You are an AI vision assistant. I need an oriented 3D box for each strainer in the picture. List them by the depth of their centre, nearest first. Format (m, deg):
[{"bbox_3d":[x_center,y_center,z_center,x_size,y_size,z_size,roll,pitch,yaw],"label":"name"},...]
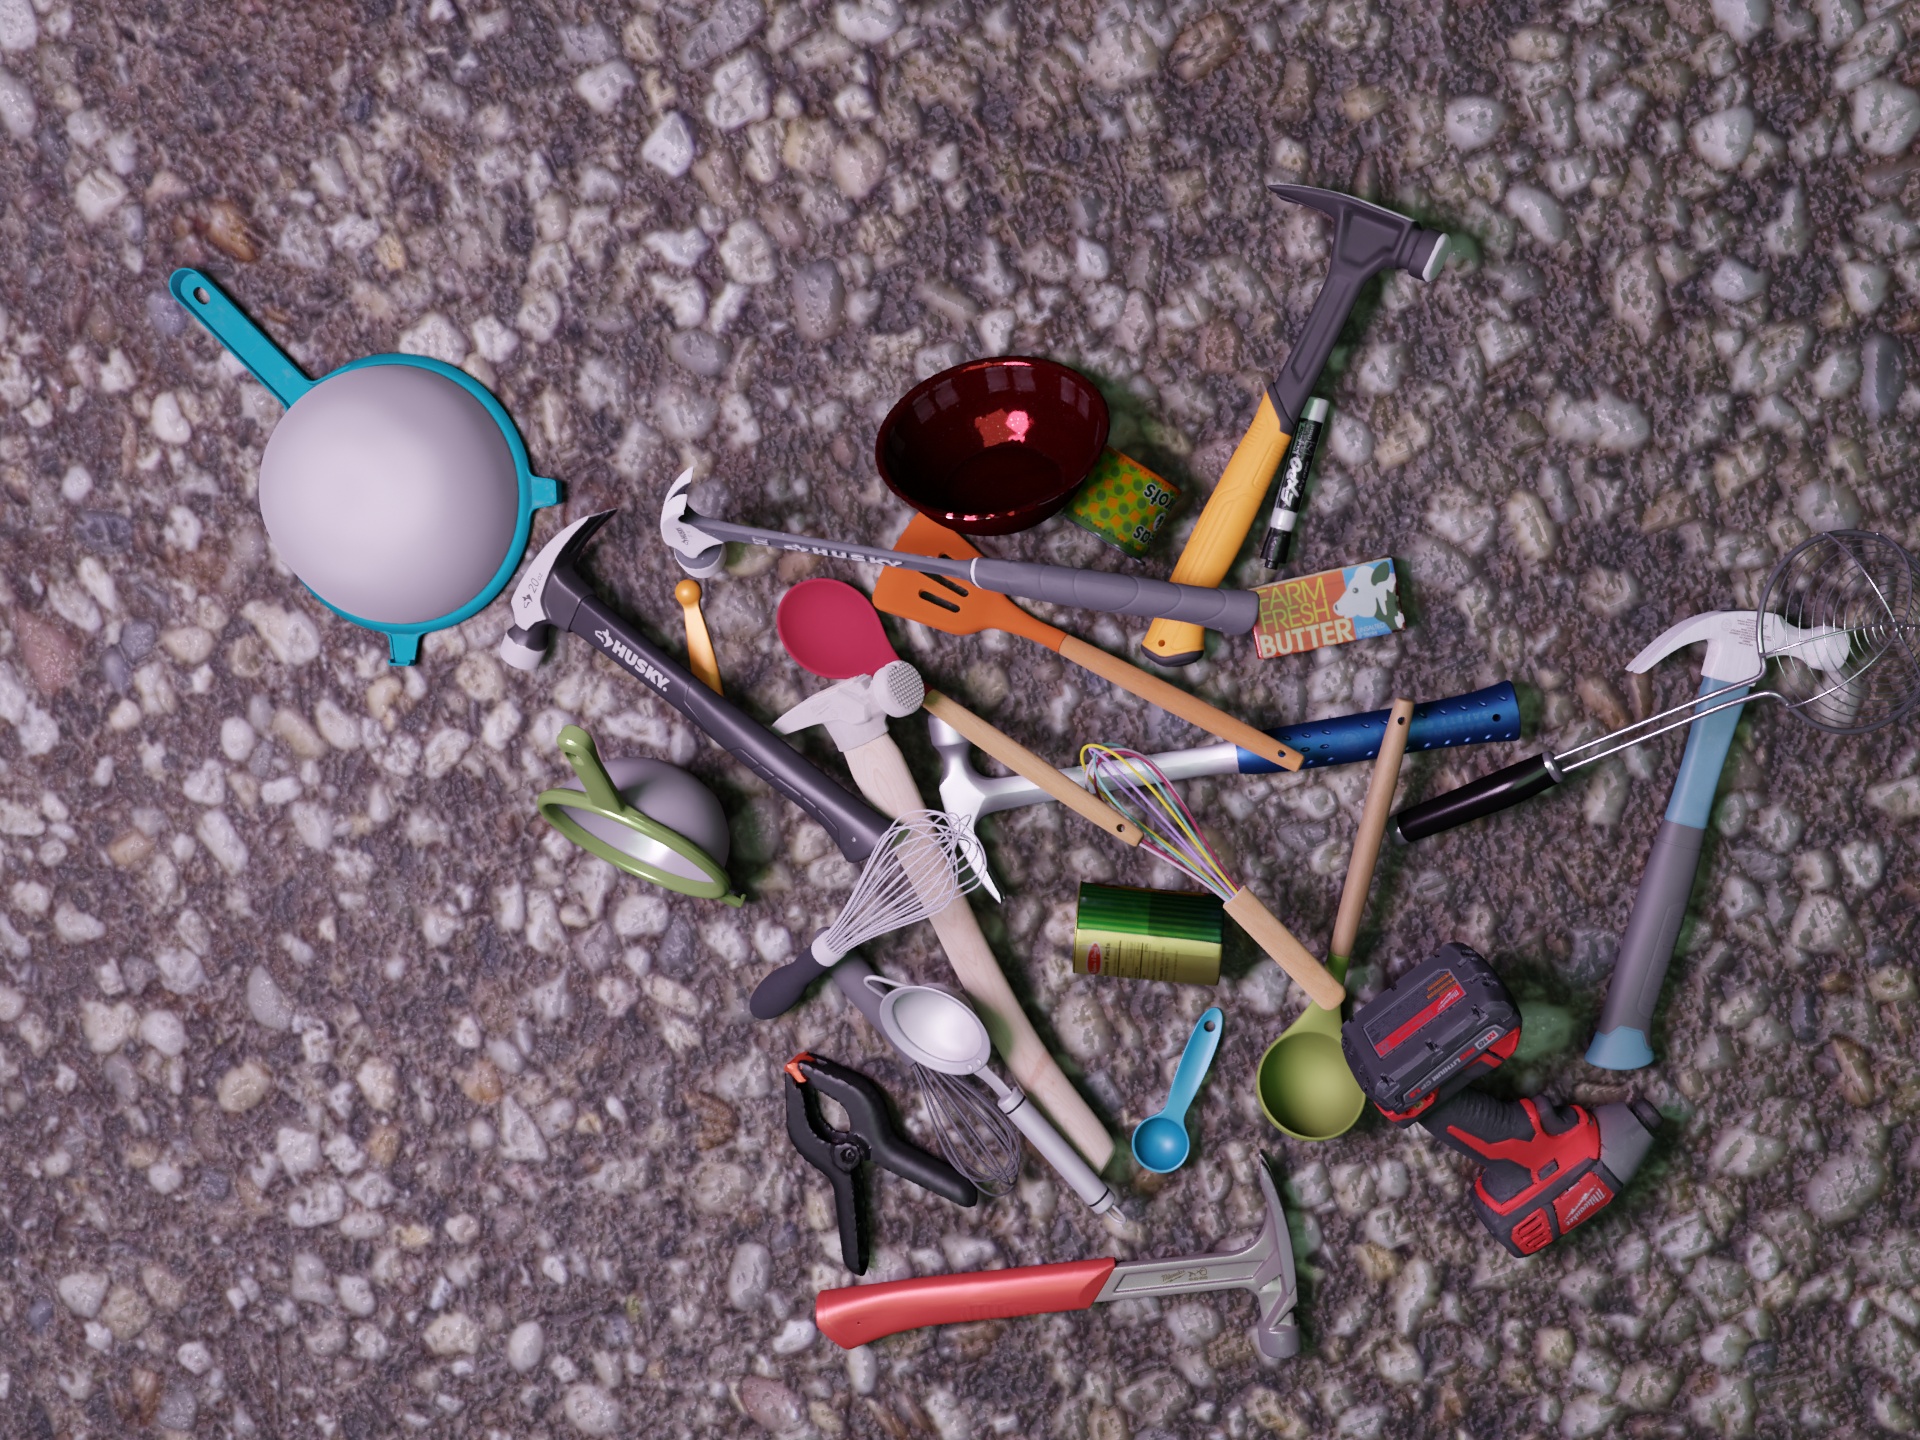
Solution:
[{"bbox_3d":[-0.226,0.044,1.104,0.151,0.256,0.069,20,67,11],"label":"strainer"},{"bbox_3d":[0.031,0.264,1.135,0.258,0.050,0.087,48,134,-3],"label":"strainer"},{"bbox_3d":[-0.474,-0.211,1.164,0.340,0.095,0.211,45,100,0],"label":"strainer"}]

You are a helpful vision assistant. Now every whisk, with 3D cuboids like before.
[{"bbox_3d":[0.171,0.105,1.093,0.245,0.051,0.047,46,122,4],"label":"whisk"},{"bbox_3d":[-0.074,0.146,1.119,0.070,0.070,0.284,47,129,1],"label":"whisk"},{"bbox_3d":[-0.034,0.250,1.177,0.055,0.055,0.239,-39,85,10],"label":"whisk"}]

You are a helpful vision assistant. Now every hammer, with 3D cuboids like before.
[{"bbox_3d":[-0.004,-0.105,1.072,0.409,0.149,0.036,9,78,3],"label":"hammer"},{"bbox_3d":[0.495,0.084,1.091,0.128,0.033,0.331,14,98,6],"label":"hammer"},{"bbox_3d":[0.202,-0.194,1.091,0.127,0.034,0.337,30,104,24],"label":"hammer"},{"bbox_3d":[0.186,0.032,1.127,0.405,0.035,0.144,-9,94,9],"label":"hammer"},{"bbox_3d":[-0.180,-0.013,1.133,0.335,0.035,0.146,37,118,11],"label":"hammer"},{"bbox_3d":[-0.005,0.160,1.154,0.146,0.038,0.410,-20,100,40],"label":"hammer"},{"bbox_3d":[0.067,0.414,1.186,0.359,0.037,0.149,-9,95,9],"label":"hammer"}]

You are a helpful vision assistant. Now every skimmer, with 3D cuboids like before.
[{"bbox_3d":[0.454,-0.002,1.053,0.363,0.090,0.127,-28,96,32],"label":"skimmer"}]

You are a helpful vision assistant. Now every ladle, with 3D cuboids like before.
[{"bbox_3d":[0.270,0.141,1.099,0.078,0.062,0.320,12,104,3],"label":"ladle"},{"bbox_3d":[-0.002,-0.004,1.117,0.315,0.031,0.069,34,98,19],"label":"ladle"}]

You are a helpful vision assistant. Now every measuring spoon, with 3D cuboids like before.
[{"bbox_3d":[0.164,0.270,1.170,0.042,0.021,0.128,23,90,6],"label":"measuring spoon"},{"bbox_3d":[-0.194,-0.047,1.184,0.021,0.011,0.117,-10,95,9],"label":"measuring spoon"}]

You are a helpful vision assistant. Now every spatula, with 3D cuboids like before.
[{"bbox_3d":[0.092,-0.044,1.111,0.323,0.041,0.081,28,87,16],"label":"spatula"}]

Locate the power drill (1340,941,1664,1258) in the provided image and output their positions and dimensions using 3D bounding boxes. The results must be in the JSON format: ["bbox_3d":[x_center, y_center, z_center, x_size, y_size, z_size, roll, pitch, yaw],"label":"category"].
[{"bbox_3d":[0.374,0.260,1.081,0.143,0.079,0.219,-41,111,11],"label":"power drill"}]
